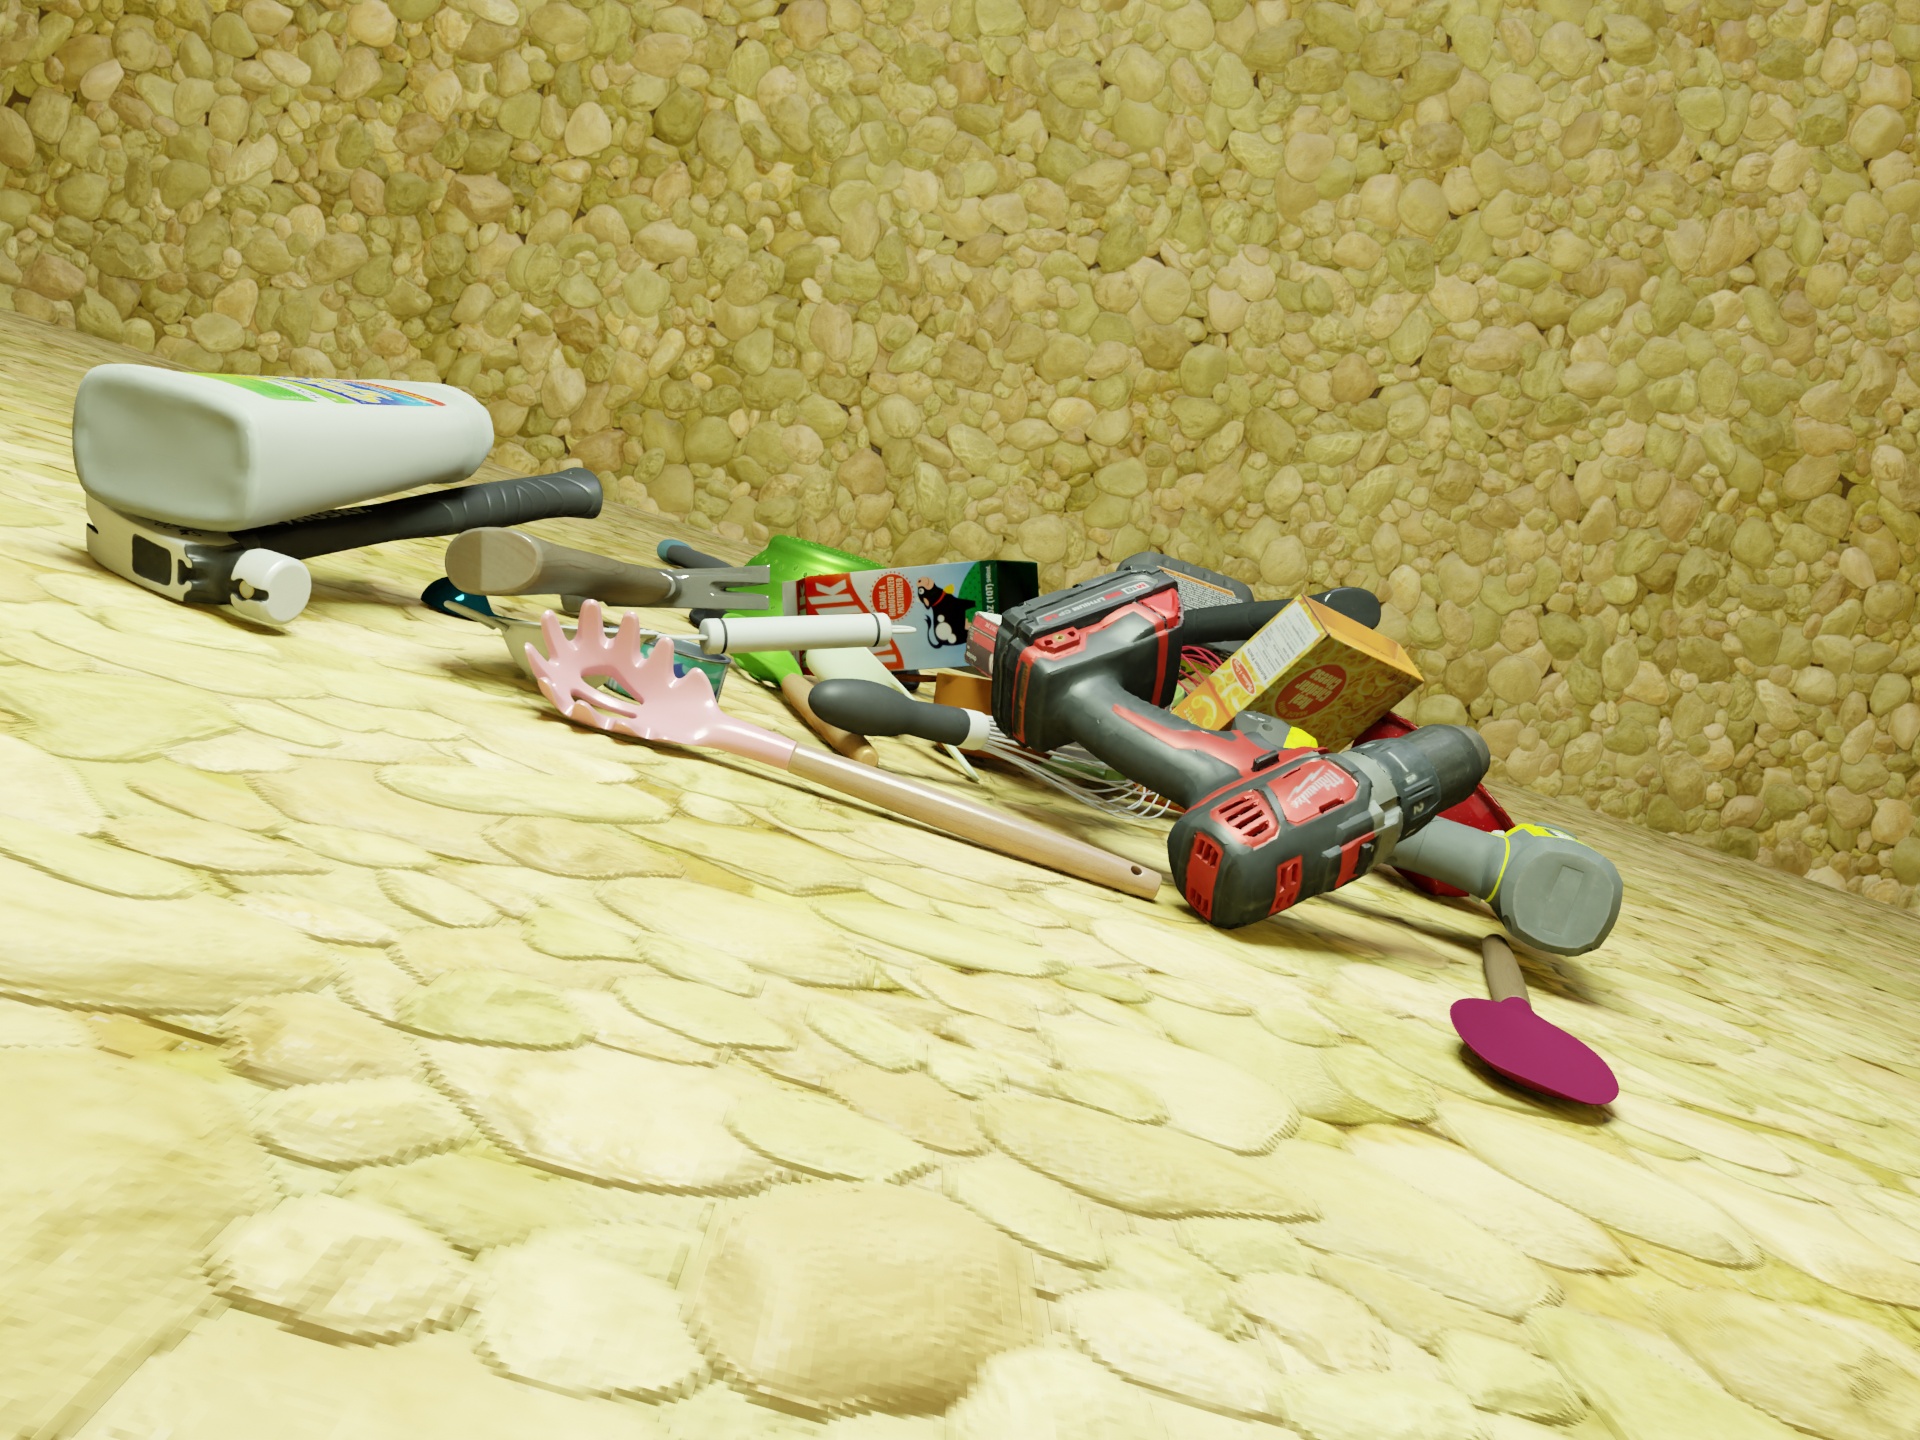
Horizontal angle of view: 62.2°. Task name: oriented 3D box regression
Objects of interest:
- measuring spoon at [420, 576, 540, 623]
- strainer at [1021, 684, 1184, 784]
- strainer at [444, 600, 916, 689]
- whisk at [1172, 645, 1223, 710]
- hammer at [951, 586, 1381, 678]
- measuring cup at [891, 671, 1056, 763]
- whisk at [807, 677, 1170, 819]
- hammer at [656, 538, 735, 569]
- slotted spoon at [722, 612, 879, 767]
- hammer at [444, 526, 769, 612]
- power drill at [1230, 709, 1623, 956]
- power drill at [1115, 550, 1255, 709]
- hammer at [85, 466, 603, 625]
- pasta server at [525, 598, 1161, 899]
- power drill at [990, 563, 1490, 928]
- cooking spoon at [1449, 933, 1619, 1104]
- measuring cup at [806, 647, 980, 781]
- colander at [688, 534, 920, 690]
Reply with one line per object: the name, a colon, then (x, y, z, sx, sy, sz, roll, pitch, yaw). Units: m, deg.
measuring spoon: (-0.272, -0.069, 0.995, 0.128, 0.021, 0.042, 13, 7, -37)
strainer: (0.109, -0.022, 1.180, 0.151, 0.069, 0.256, 18, 20, 29)
strainer: (-0.138, -0.042, 0.837, 0.258, 0.050, 0.087, -4, 7, -29)
whisk: (0.227, 0.019, 1.268, 0.073, 0.073, 0.296, 14, 23, -34)
hammer: (0.127, -0.062, 1.192, 0.409, 0.036, 0.149, -4, -11, 45)
measuring cup: (-0.002, -0.003, 1.076, 0.095, 0.052, 0.174, 8, -1, -38)
whisk: (0.028, 0.009, 0.931, 0.284, 0.070, 0.070, 13, 8, -39)
hammer: (-0.251, -0.157, 1.769, 0.128, 0.033, 0.331, 14, 7, -38)
slotted spoon: (-0.102, -0.017, 1.001, 0.070, 0.031, 0.314, 34, 1, -24)
hammer: (-0.205, -0.085, 0.940, 0.146, 0.038, 0.410, 1, 3, -1)
power drill: (0.264, 0.067, 0.944, 0.228, 0.080, 0.190, 19, 5, 12)
power drill: (0.160, -0.059, 1.468, 0.171, 0.080, 0.223, 18, -29, -11)
hammer: (-0.312, -0.112, 0.879, 0.146, 0.035, 0.335, 17, 19, 19)
pasta server: (-0.053, 0.022, 0.751, 0.316, 0.060, 0.040, 20, -39, -1)
power drill: (0.142, 0.005, 0.832, 0.188, 0.080, 0.227, -20, 41, -28)
cooking spoon: (0.258, 0.132, 0.745, 0.069, 0.017, 0.319, 22, 8, 14)
measuring cup: (-0.044, -0.002, 1.006, 0.168, 0.038, 0.083, 47, 0, 40)
colander: (-0.117, -0.109, 1.434, 0.204, 0.094, 0.397, 18, 7, 0)
